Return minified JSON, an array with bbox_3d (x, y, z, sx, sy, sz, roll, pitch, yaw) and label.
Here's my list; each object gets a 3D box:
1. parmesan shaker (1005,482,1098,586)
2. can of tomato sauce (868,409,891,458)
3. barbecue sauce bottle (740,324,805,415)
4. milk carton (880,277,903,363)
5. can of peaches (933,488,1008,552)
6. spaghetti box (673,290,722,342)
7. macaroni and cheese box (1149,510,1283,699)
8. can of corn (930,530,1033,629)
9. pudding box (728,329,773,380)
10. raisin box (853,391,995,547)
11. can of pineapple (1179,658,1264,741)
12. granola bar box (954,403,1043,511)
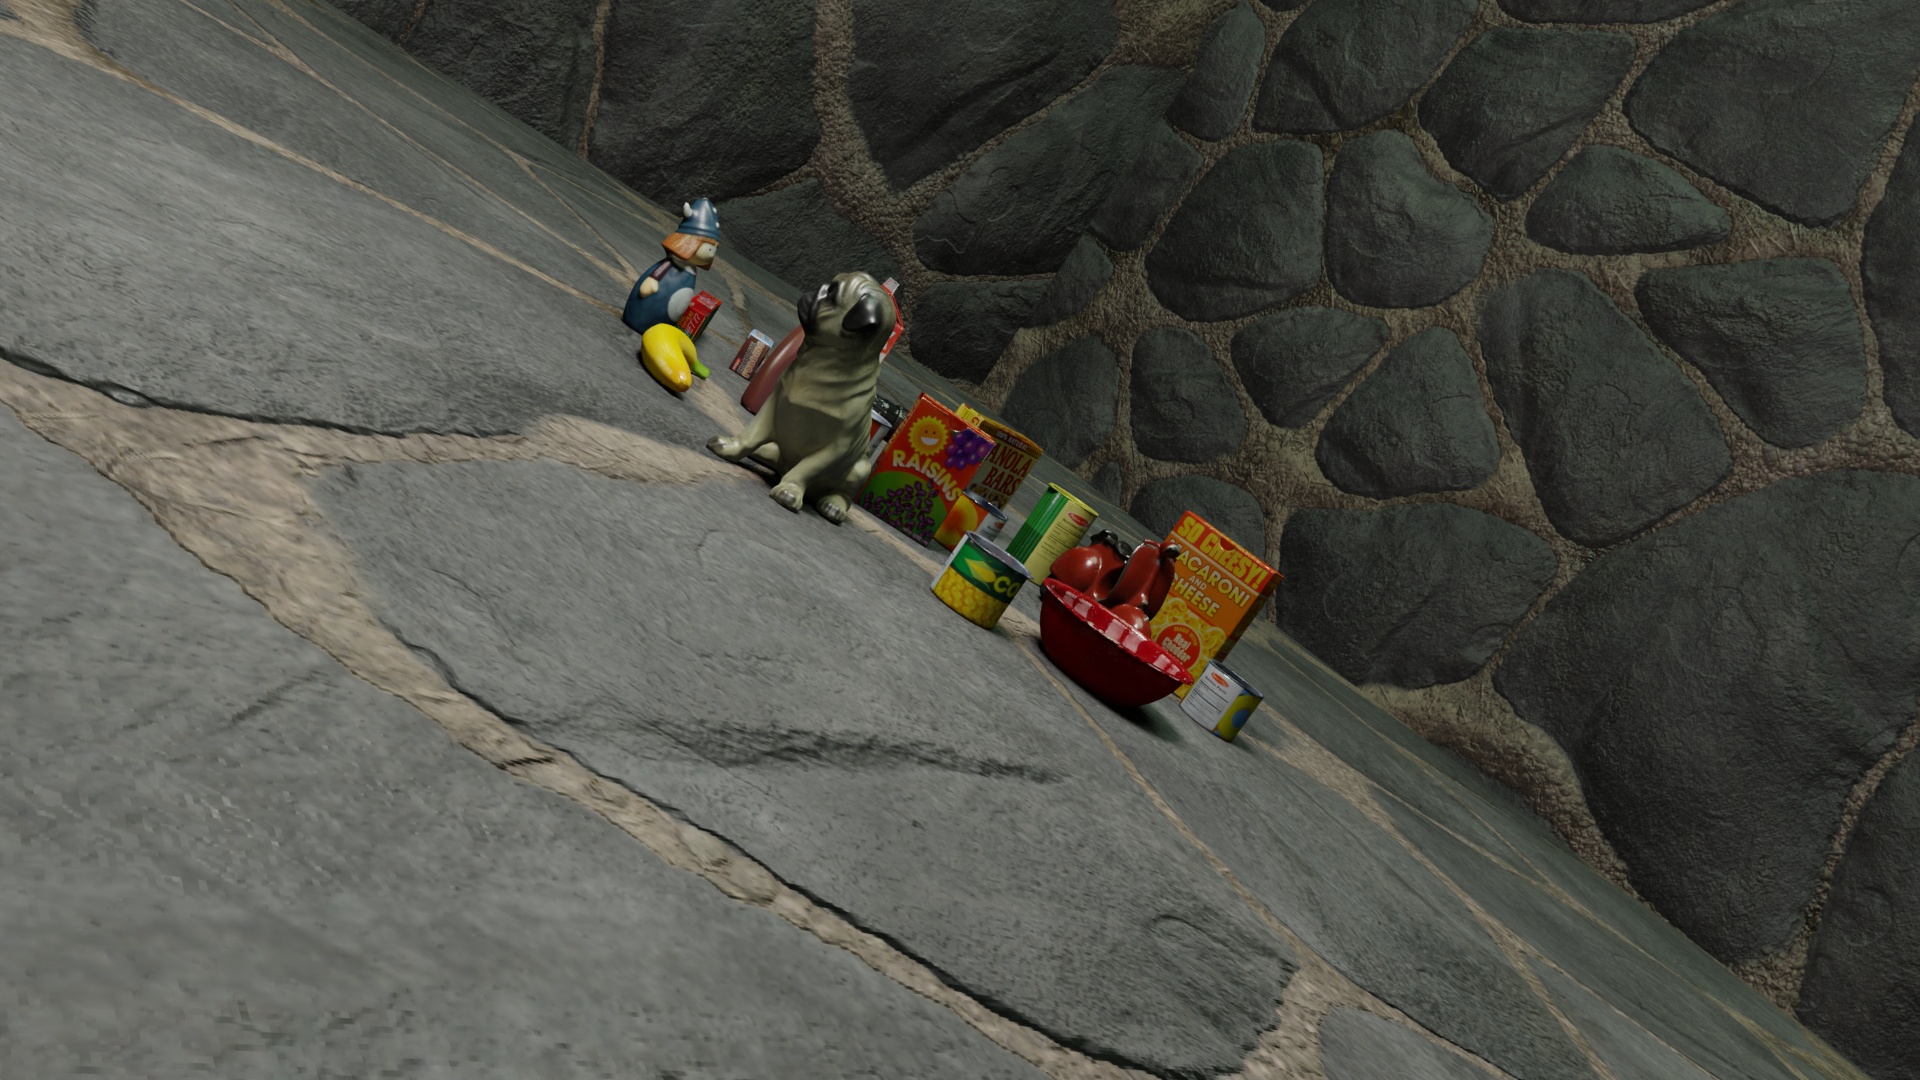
[{"bbox_3d":[0.098,-0.006,1.577,0.071,0.103,0.071,34,8,-5],"label":"parmesan shaker"},{"bbox_3d":[-0.116,-0.092,1.295,0.071,0.083,0.071,34,8,-5],"label":"can of tomato sauce"},{"bbox_3d":[-0.163,-0.188,1.437,0.065,0.148,0.044,28,10,-40],"label":"barbecue sauce bottle"},{"bbox_3d":[-0.133,-0.237,1.691,0.073,0.190,0.072,32,8,-20],"label":"milk carton"},{"bbox_3d":[0.005,-0.018,1.434,0.071,0.058,0.071,34,8,-5],"label":"can of peaches"},{"bbox_3d":[-0.307,-0.254,1.603,0.028,0.050,0.250,33,8,-12],"label":"spaghetti box"},{"bbox_3d":[0.247,0.070,1.493,0.124,0.166,0.040,39,8,29],"label":"macaroni and cheese box"},{"bbox_3d":[0.018,0.035,1.175,0.071,0.058,0.071,34,8,-5],"label":"can of corn"},{"bbox_3d":[-0.247,-0.221,1.649,0.030,0.049,0.084,33,8,-11],"label":"pudding box"},{"bbox_3d":[-0.036,-0.069,1.338,0.086,0.123,0.040,33,8,-10],"label":"raisin box"},{"bbox_3d":[0.266,0.163,1.413,0.071,0.058,0.071,34,8,-5],"label":"can of pineapple"},{"bbox_3d":[0.016,-0.080,1.607,0.039,0.124,0.165,38,9,27],"label":"granola bar box"}]
